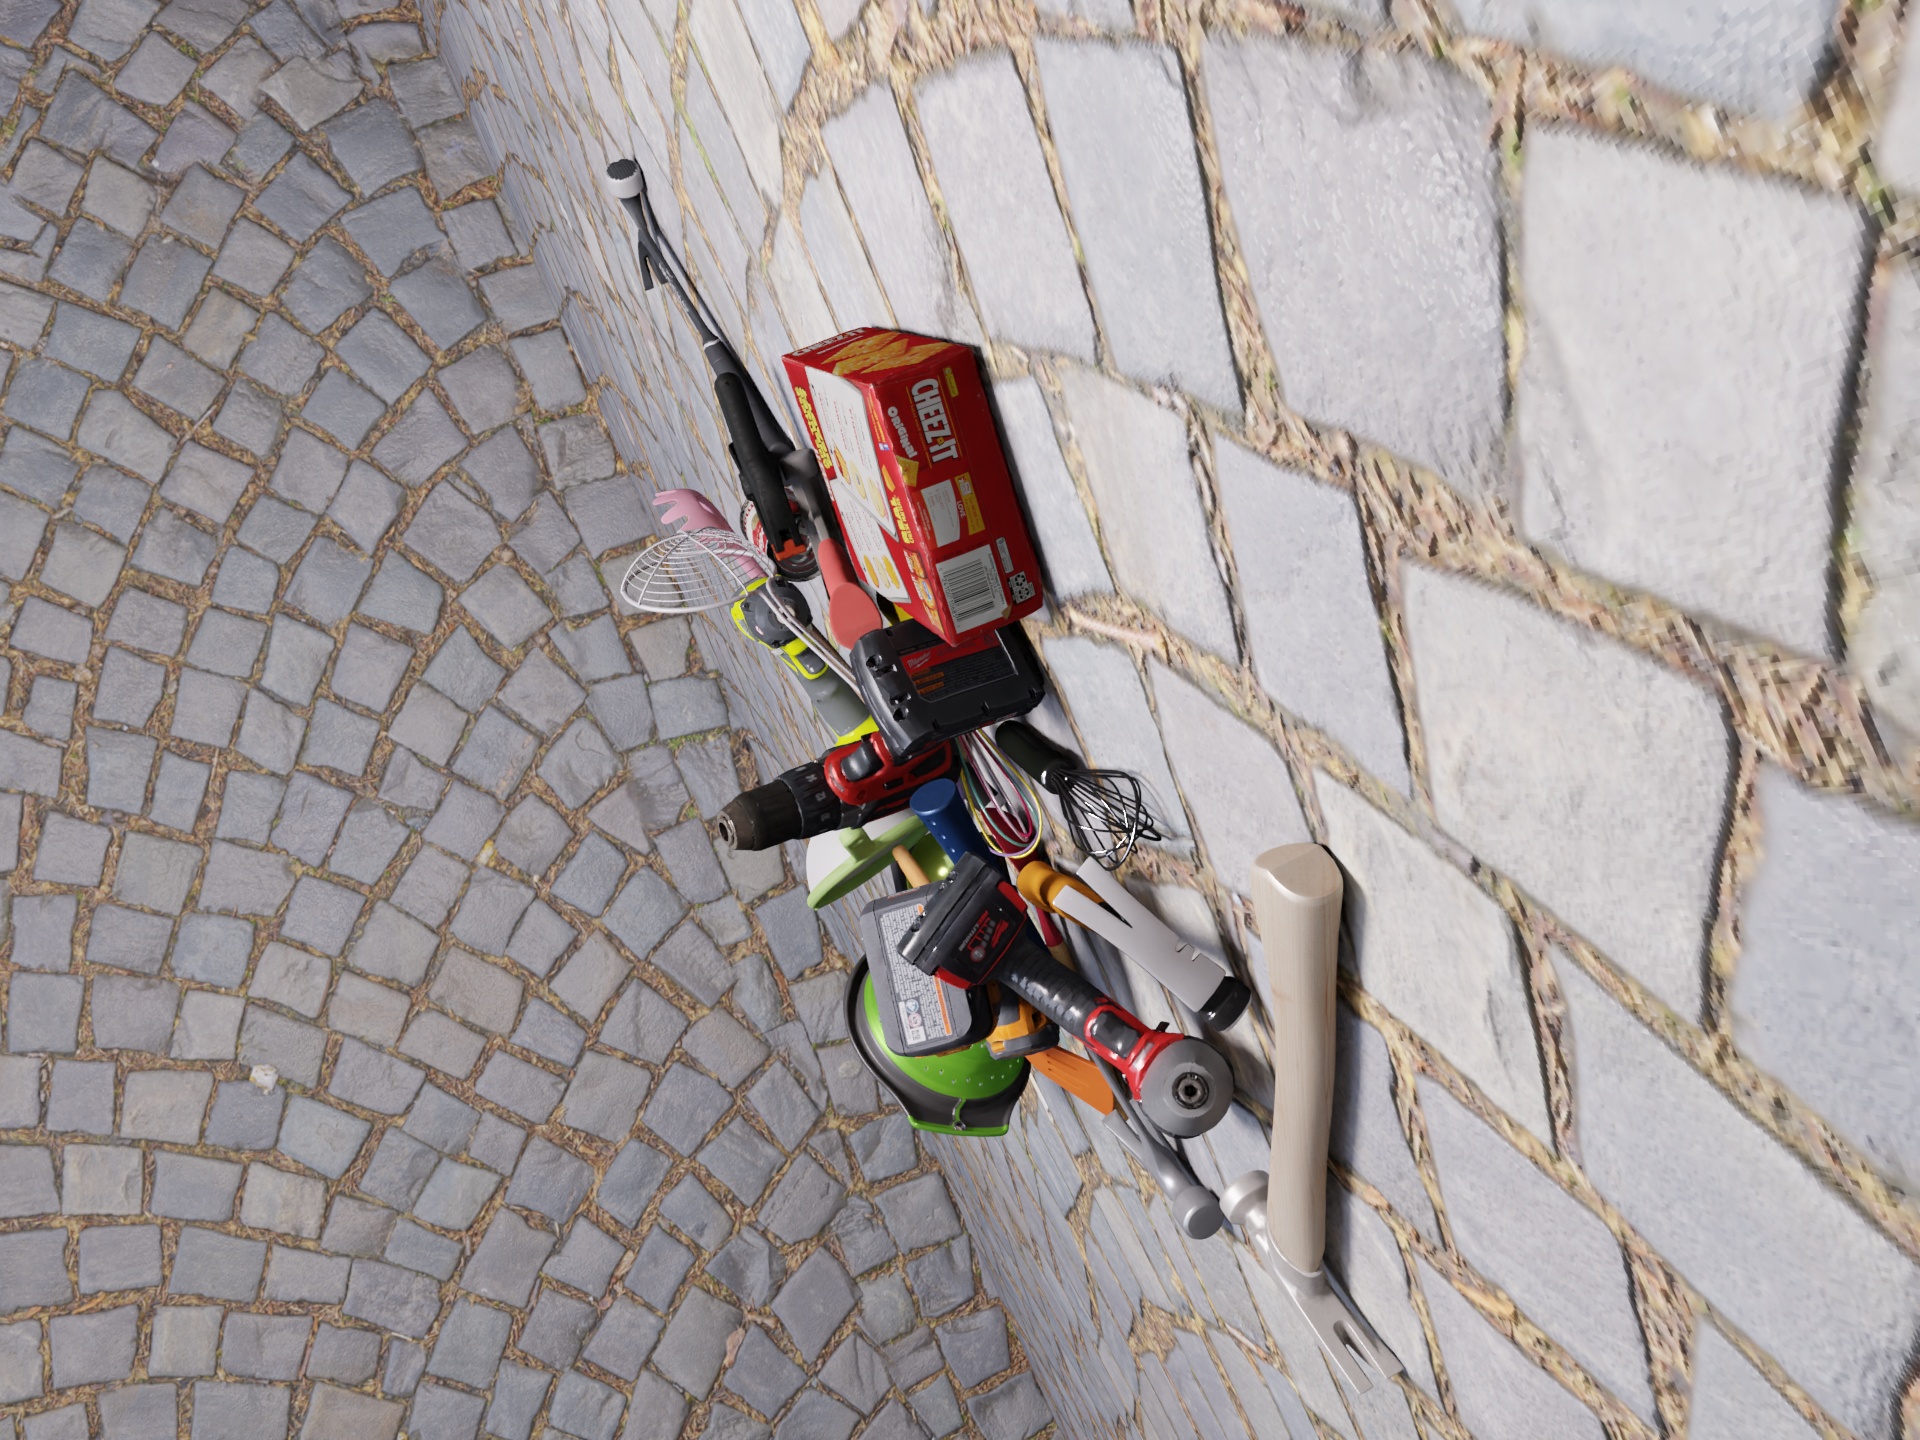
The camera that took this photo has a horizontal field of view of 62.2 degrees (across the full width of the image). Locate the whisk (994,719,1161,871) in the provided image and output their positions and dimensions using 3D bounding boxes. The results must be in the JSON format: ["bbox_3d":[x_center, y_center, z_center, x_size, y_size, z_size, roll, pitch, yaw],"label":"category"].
[{"bbox_3d":[0.067,0.038,1.023,0.246,0.057,0.059,-138,61,-69],"label":"whisk"}]

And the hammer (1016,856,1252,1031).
[{"bbox_3d":[0.082,0.124,1.053,0.127,0.034,0.337,39,175,-9],"label":"hammer"}]

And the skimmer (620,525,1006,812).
[{"bbox_3d":[-0.119,-0.032,1.310,0.363,0.127,0.090,42,129,2],"label":"skimmer"}]

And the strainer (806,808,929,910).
[{"bbox_3d":[-0.105,0.105,1.508,0.069,0.151,0.256,53,175,11],"label":"strainer"}]

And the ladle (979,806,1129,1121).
[{"bbox_3d":[0.084,0.202,1.290,0.069,0.031,0.315,-107,-4,-69],"label":"ladle"}]

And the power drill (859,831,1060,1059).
[{"bbox_3d":[0.004,0.170,1.230,0.226,0.084,0.185,22,-128,-66],"label":"power drill"}]

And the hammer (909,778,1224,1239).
[{"bbox_3d":[0.072,0.205,1.160,0.405,0.035,0.144,59,173,-25],"label":"hammer"}]

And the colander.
[{"bbox_3d":[-0.018,0.213,1.579,0.094,0.204,0.398,-56,34,36],"label":"colander"}]

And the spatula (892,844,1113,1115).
[{"bbox_3d":[0.028,0.218,1.397,0.323,0.041,0.080,52,162,37],"label":"spatula"}]

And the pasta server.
[{"bbox_3d":[-0.179,-0.110,1.554,0.316,0.040,0.060,49,-165,-24],"label":"pasta server"}]

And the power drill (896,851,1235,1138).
[{"bbox_3d":[0.072,0.178,0.987,0.220,0.078,0.143,36,175,9],"label":"power drill"}]

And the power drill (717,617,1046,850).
[{"bbox_3d":[-0.060,0.017,1.085,0.080,0.188,0.226,63,150,14],"label":"power drill"}]

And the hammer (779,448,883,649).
[{"bbox_3d":[-0.099,-0.117,1.291,0.359,0.036,0.149,-116,7,-68],"label":"hammer"}]

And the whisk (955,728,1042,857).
[{"bbox_3d":[0.000,-0.005,1.217,0.245,0.051,0.047,63,146,18],"label":"whisk"}]

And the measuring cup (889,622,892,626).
[{"bbox_3d":[-0.042,-0.082,1.305,0.062,0.029,0.156,53,151,32],"label":"measuring cup"}]

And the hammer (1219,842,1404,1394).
[{"bbox_3d":[0.189,0.216,0.852,0.146,0.038,0.410,52,162,42],"label":"hammer"}]

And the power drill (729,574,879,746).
[{"bbox_3d":[-0.123,-0.034,1.459,0.223,0.080,0.171,53,172,-14],"label":"power drill"}]

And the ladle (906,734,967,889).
[{"bbox_3d":[-0.017,0.083,1.424,0.320,0.062,0.078,93,163,-59],"label":"ladle"}]

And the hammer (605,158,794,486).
[{"bbox_3d":[-0.255,-0.382,1.589,0.409,0.036,0.149,59,167,28],"label":"hammer"}]
